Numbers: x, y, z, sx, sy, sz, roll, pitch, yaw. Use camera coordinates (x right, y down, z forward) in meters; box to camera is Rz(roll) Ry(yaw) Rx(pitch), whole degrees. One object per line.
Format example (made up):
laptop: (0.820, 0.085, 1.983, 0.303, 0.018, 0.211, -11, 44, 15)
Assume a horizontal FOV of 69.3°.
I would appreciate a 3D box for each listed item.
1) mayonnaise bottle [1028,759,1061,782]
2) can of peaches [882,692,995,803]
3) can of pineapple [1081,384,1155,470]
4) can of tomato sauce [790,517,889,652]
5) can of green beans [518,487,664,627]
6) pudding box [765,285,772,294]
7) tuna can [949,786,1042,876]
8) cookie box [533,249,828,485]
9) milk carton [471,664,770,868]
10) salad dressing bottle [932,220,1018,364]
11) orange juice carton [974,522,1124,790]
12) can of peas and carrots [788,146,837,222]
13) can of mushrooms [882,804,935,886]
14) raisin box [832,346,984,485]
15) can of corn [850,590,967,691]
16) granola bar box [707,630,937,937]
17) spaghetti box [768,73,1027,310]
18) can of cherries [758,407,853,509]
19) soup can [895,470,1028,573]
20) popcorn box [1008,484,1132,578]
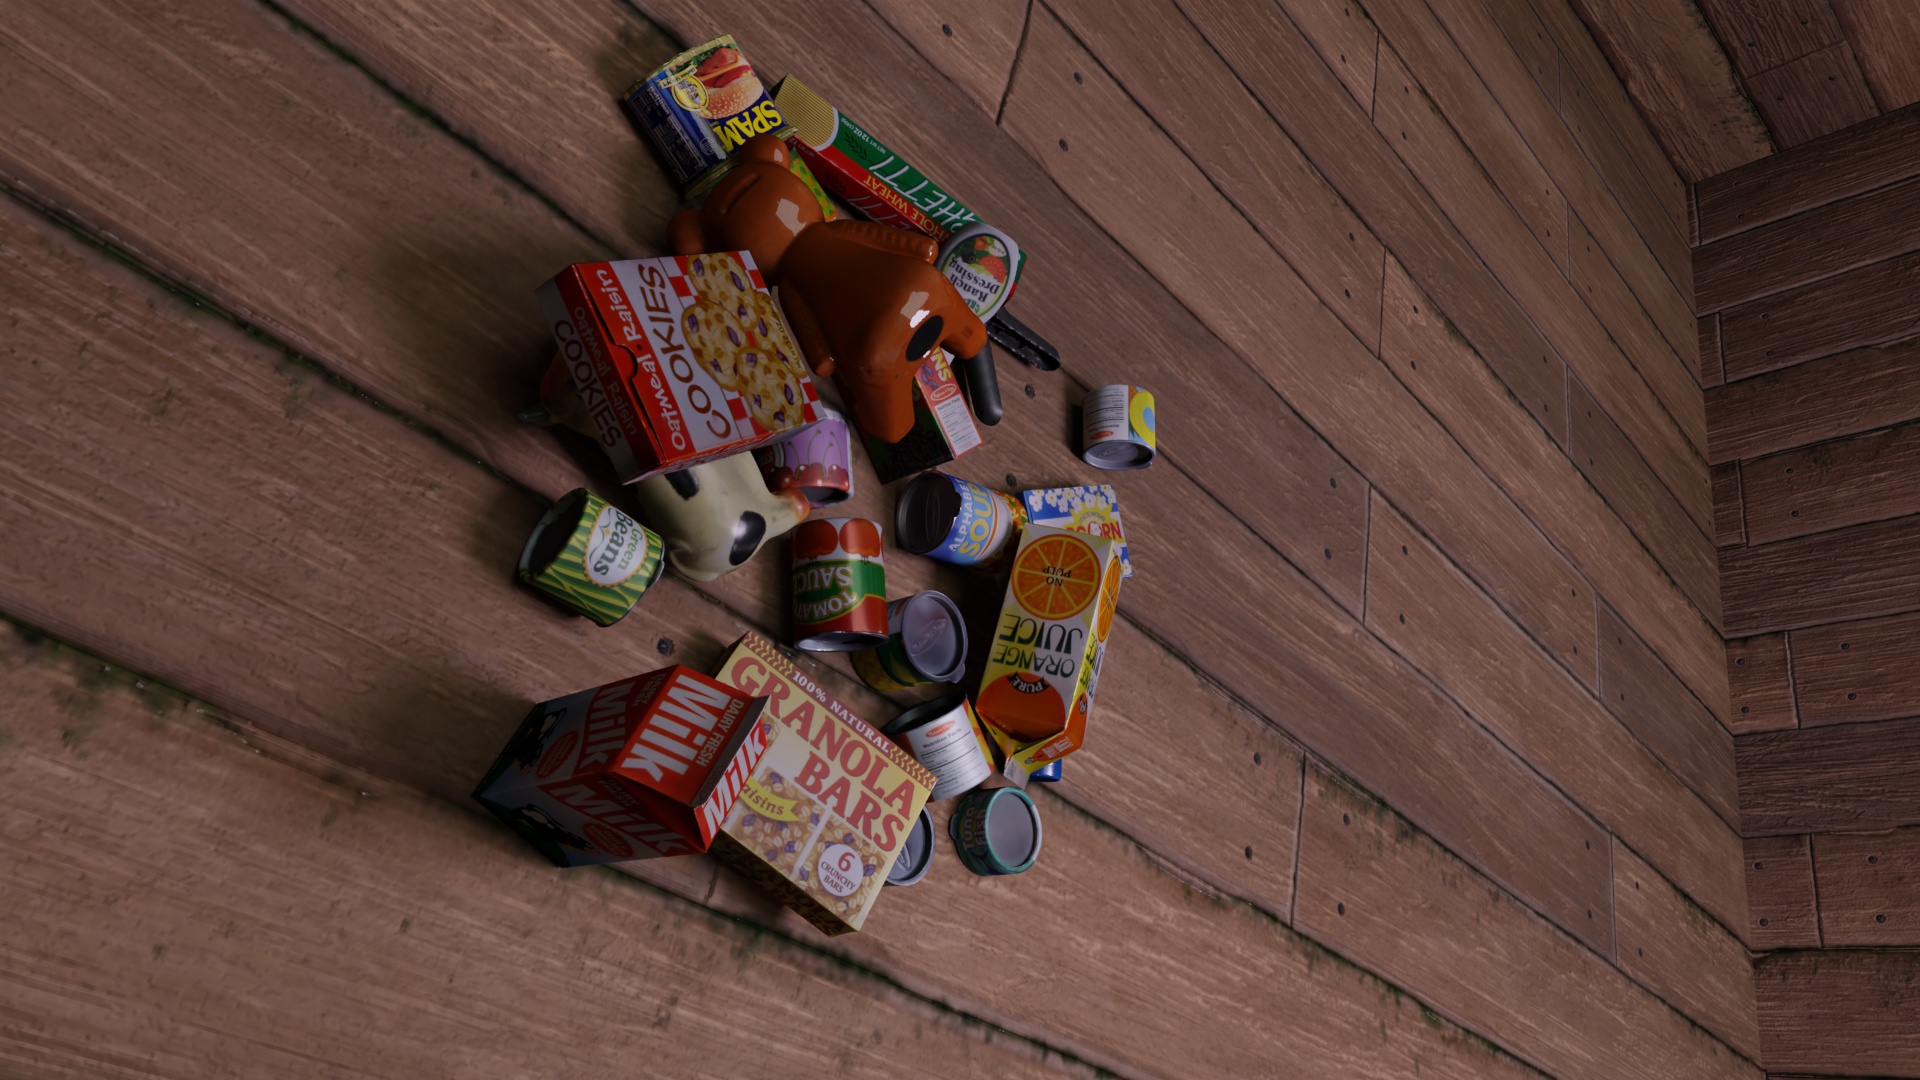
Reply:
mayonnaise bottle: (0.067, 0.117, 1.113, 0.041, 0.064, 0.148, 30, 60, -52)
can of peaches: (-0.015, 0.150, 1.010, 0.071, 0.071, 0.058, -30, 100, -47)
can of pineapple: (0.144, -0.102, 1.262, 0.071, 0.071, 0.058, 21, 62, -41)
can of tomato sauce: (-0.086, 0.031, 0.972, 0.071, 0.071, 0.083, 11, 68, -44)
can of green beans: (-0.222, 0.010, 0.836, 0.057, 0.071, 0.071, 38, 52, -32)
pudding box: (-0.164, -0.160, 0.981, 0.049, 0.030, 0.084, 26, 59, -38)
tuna can: (0.028, 0.220, 1.055, 0.071, 0.032, 0.071, 18, 64, -43)
cookie box: (-0.163, -0.110, 0.841, 0.168, 0.040, 0.123, -25, 90, -59)
milk carton: (-0.176, 0.124, 0.754, 0.073, 0.190, 0.073, 48, 47, -25)
salad dressing bottle: (-0.008, -0.177, 1.095, 0.064, 0.044, 0.147, 28, 90, -13)
orange juice carton: (0.065, 0.091, 1.056, 0.071, 0.073, 0.193, 57, 46, -66)
can of peas and carrots: (-0.134, -0.244, 1.015, 0.058, 0.071, 0.071, 55, 45, -20)
can of mushrooms: (-0.053, 0.210, 0.972, 0.071, 0.033, 0.071, 17, 65, -43)
raisin box: (-0.046, -0.112, 1.048, 0.040, 0.086, 0.123, -31, 100, -43)
can of corn: (-0.037, 0.077, 1.015, 0.071, 0.058, 0.071, 18, 64, -42)
granola bar box: (-0.110, 0.157, 0.899, 0.165, 0.039, 0.125, 40, 51, -13)
spaghetti box: (-0.051, -0.275, 1.110, 0.250, 0.028, 0.050, 32, 58, -24)
can of cherries: (-0.112, -0.057, 0.977, 0.071, 0.071, 0.058, 8, 72, -45)
soup can: (0.004, -0.014, 1.079, 0.084, 0.071, 0.071, 16, 66, -43)
popcorn box: (0.090, -0.001, 1.191, 0.127, 0.038, 0.085, -6, 83, -48)
